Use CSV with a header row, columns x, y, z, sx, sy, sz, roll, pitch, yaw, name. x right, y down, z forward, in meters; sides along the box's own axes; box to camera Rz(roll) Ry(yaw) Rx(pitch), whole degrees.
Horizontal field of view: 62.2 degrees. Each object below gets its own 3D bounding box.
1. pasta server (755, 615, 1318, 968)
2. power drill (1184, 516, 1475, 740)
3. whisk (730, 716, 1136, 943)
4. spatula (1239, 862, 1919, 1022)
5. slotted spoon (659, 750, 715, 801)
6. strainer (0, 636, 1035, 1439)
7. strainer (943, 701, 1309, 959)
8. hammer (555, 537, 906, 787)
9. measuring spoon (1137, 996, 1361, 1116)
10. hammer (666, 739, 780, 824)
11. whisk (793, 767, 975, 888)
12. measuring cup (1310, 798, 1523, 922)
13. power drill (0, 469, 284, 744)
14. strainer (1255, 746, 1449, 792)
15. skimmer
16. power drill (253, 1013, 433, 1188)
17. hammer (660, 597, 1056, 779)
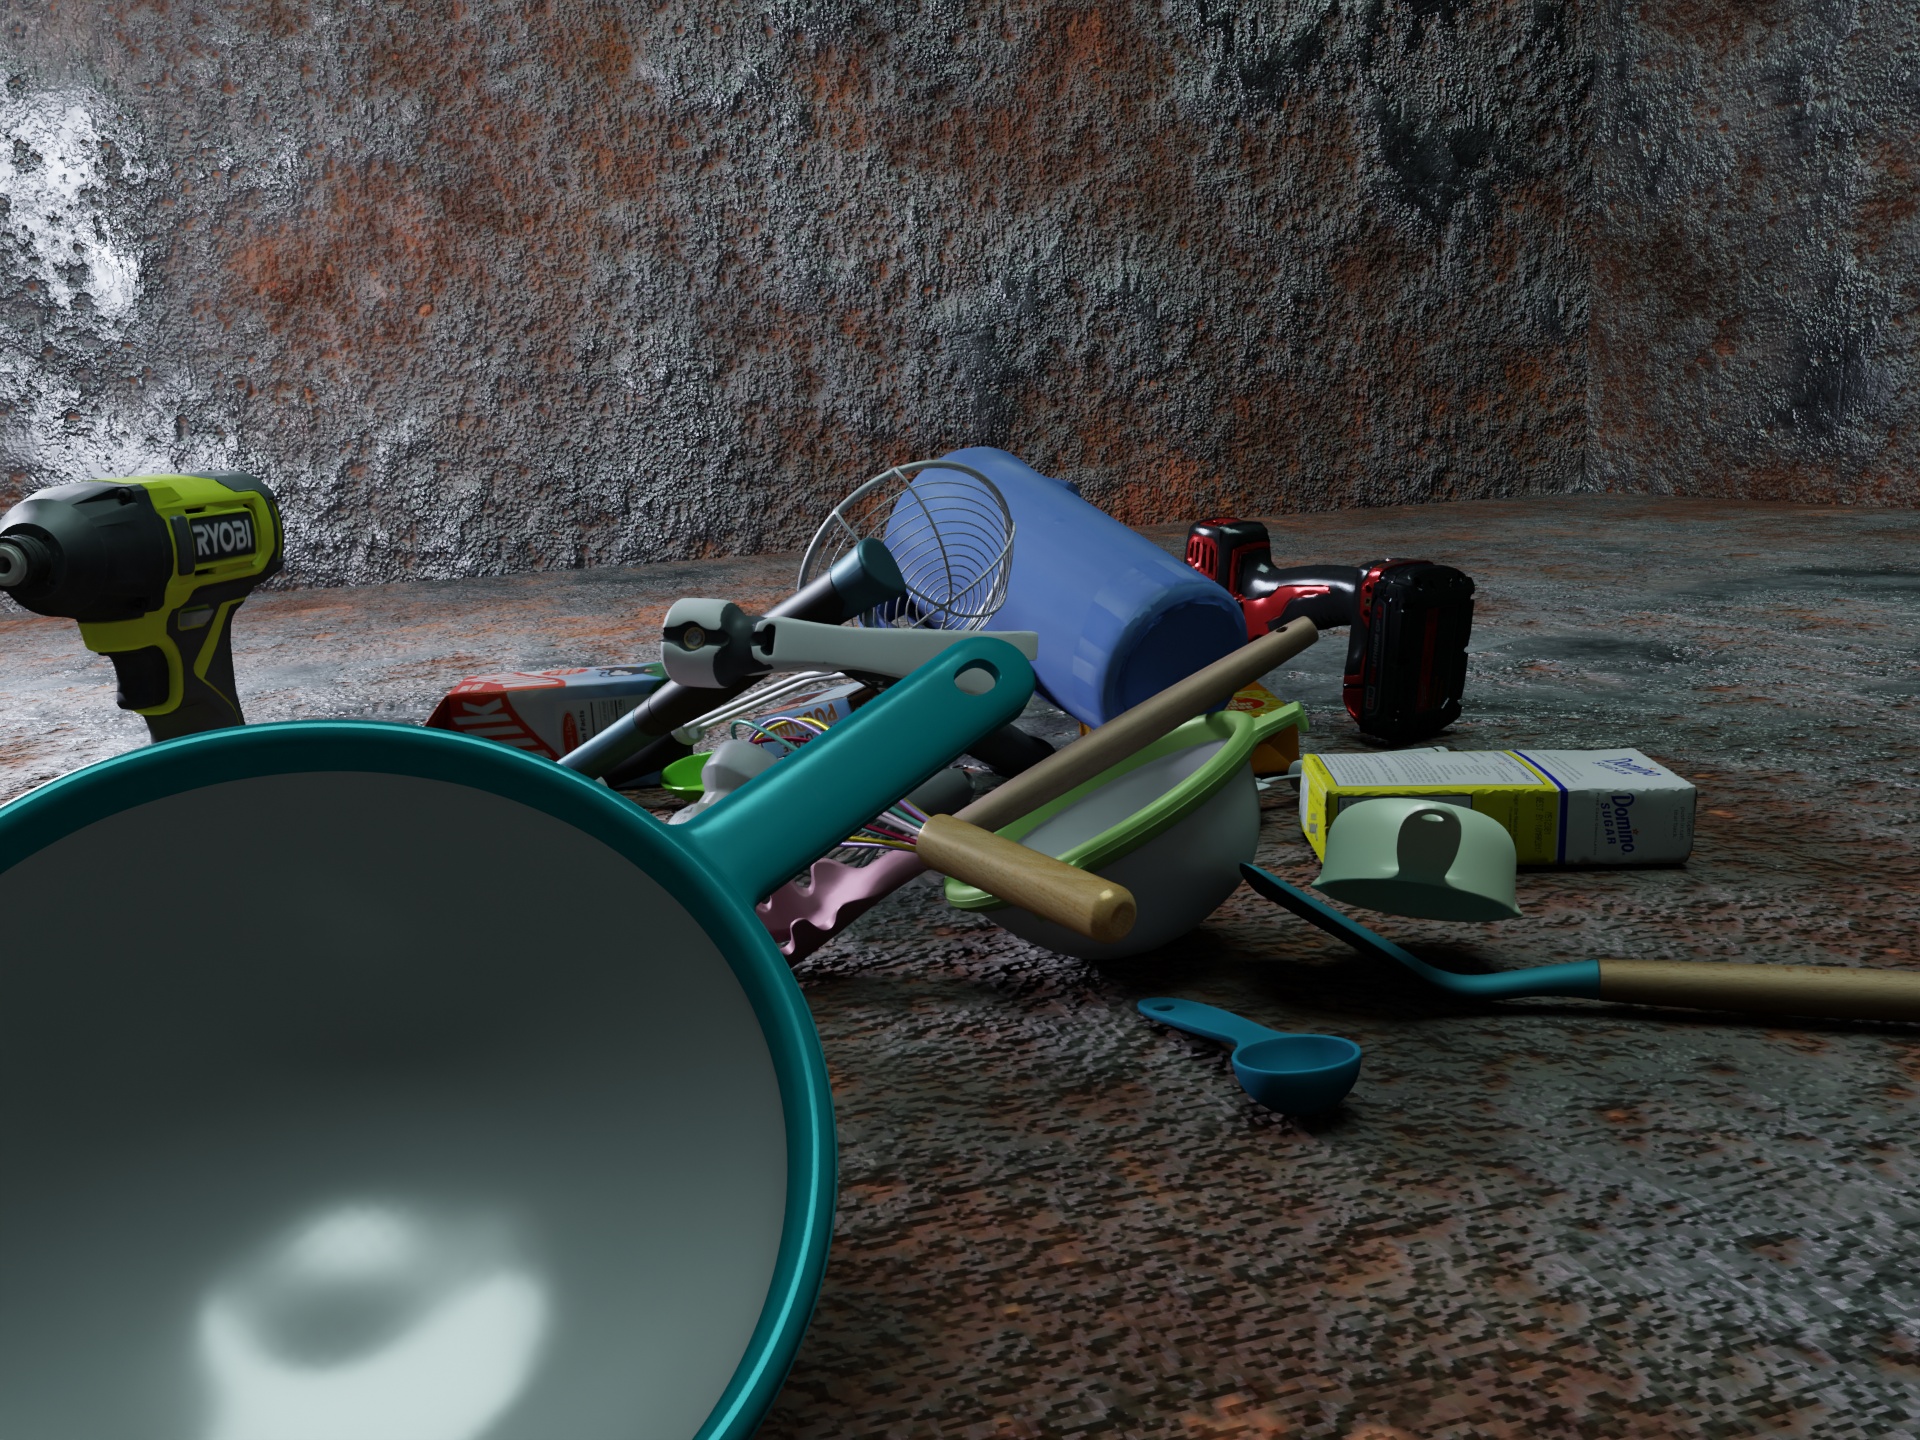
x,y,z,sx,sy,sz,roll,pitch,yaw,name
0.018,0.030,0.687,0.316,0.040,0.060,-29,27,-7,pasta server
0.245,-0.061,1.128,0.078,0.143,0.220,-10,20,-37,power drill
-0.022,0.038,0.631,0.047,0.051,0.245,-31,31,-30,whisk
0.263,0.086,0.587,0.317,0.044,0.082,1,-15,16,spatula
-0.133,0.042,0.866,0.070,0.031,0.314,-5,3,-8,slotted spoon
-0.100,0.080,0.394,0.211,0.095,0.340,41,48,15,strainer
0.051,0.068,0.727,0.151,0.069,0.256,-33,6,-25,strainer
-0.150,-0.007,0.828,0.331,0.033,0.128,-30,-8,35,hammer
0.096,0.118,0.563,0.042,0.021,0.129,-8,3,-20,measuring spoon
-0.237,0.075,0.731,0.386,0.038,0.143,-2,45,45,hammer
-0.044,0.051,0.848,0.055,0.055,0.239,2,8,22,whisk
0.176,0.042,0.603,0.083,0.038,0.167,7,-17,15,measuring cup
-0.346,0.007,0.686,0.080,0.223,0.171,-3,11,4,power drill
0.190,0.031,0.914,0.258,0.050,0.087,-4,-4,-24,strainer
-0.119,-0.038,0.917,0.363,0.090,0.127,-21,-27,40,skimmer
-0.229,0.114,0.512,0.227,0.080,0.188,4,13,45,power drill
-0.001,-0.003,0.811,0.149,0.036,0.408,4,-6,15,hammer
